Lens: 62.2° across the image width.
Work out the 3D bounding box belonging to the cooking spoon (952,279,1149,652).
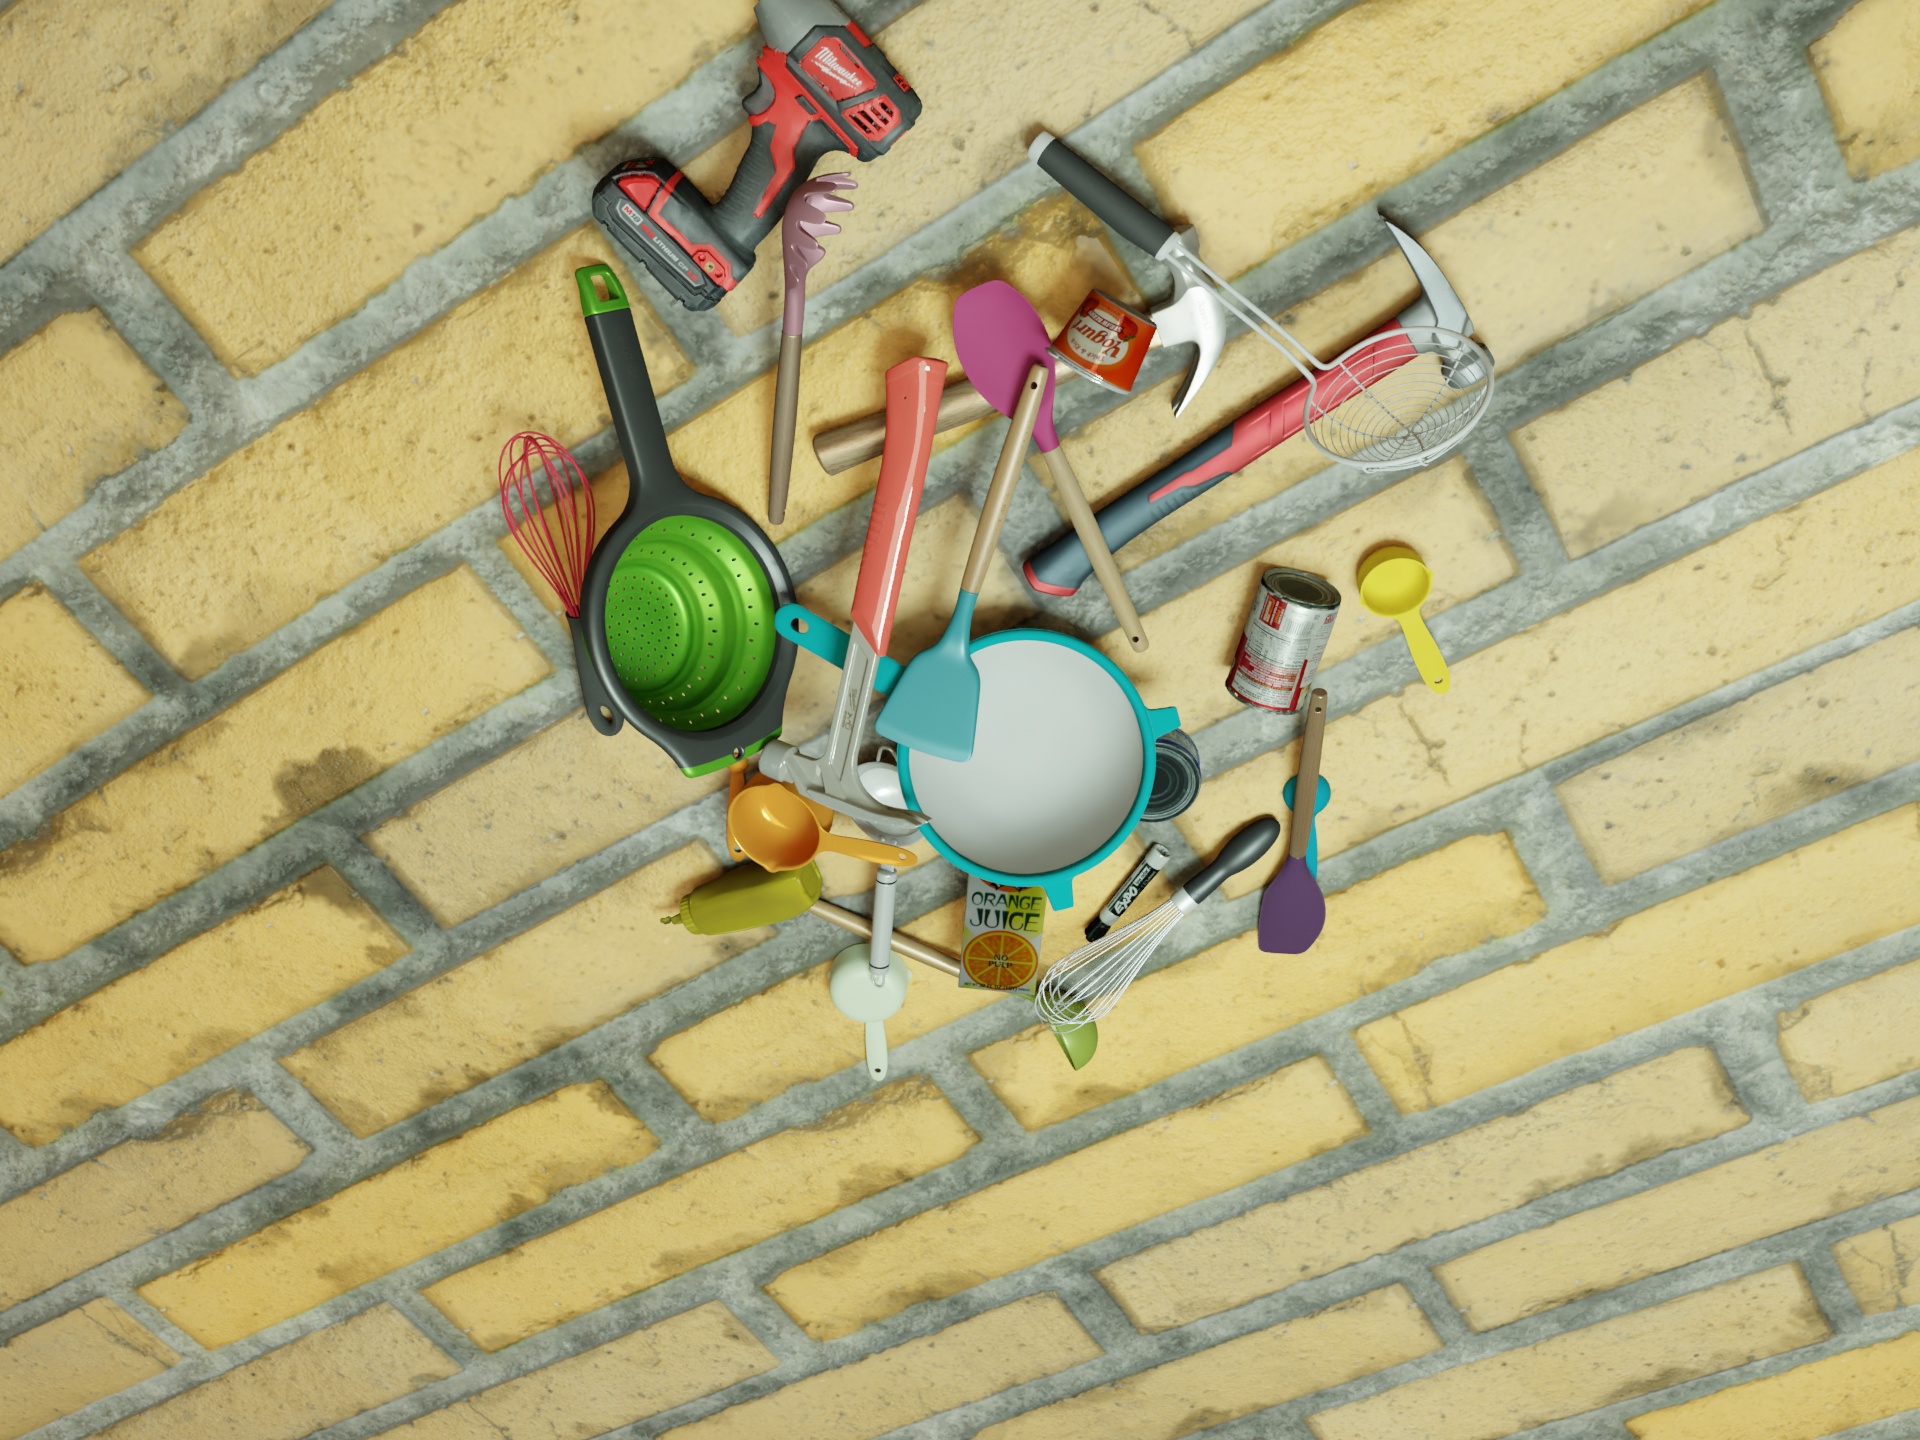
[{"bbox_3d":[0.079,-0.187,1.223,0.069,0.017,0.318,-20,114,16],"label":"cooking spoon"}]

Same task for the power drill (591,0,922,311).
[{"bbox_3d":[-0.150,-0.408,1.119,0.219,0.079,0.143,-38,112,19],"label":"power drill"}]

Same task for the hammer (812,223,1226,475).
[{"bbox_3d":[0.043,-0.257,1.219,0.331,0.031,0.130,-19,117,14],"label":"hammer"}]

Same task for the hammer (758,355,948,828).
[{"bbox_3d":[-0.056,-0.099,1.227,0.149,0.036,0.359,19,106,20],"label":"hammer"}]

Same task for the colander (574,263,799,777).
[{"bbox_3d":[-0.255,-0.153,1.261,0.094,0.204,0.397,-1,108,44],"label":"colander"}]

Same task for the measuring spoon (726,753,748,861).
[{"bbox_3d":[-0.202,0.082,1.441,0.021,0.011,0.116,5,120,1],"label":"measuring spoon"}]

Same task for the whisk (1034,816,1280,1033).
[{"bbox_3d":[0.178,0.184,1.435,0.284,0.070,0.070,-42,110,11],"label":"whisk"}]

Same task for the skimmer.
[{"bbox_3d":[0.197,-0.303,1.095,0.363,0.090,0.127,39,79,3],"label":"skimmer"}]

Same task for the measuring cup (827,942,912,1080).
[{"bbox_3d":[-0.086,0.294,1.541,0.083,0.038,0.167,-1,118,4],"label":"measuring cup"}]

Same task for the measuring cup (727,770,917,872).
[{"bbox_3d":[-0.116,0.092,1.404,0.173,0.052,0.095,13,121,8],"label":"measuring cup"}]

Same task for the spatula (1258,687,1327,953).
[{"bbox_3d":[0.300,0.098,1.394,0.060,0.018,0.315,2,130,6],"label":"spatula"}]

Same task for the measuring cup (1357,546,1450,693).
[{"bbox_3d":[0.371,-0.081,1.309,0.062,0.029,0.156,-24,128,16],"label":"measuring cup"}]

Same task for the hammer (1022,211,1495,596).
[{"bbox_3d":[0.202,-0.222,1.225,0.386,0.038,0.143,-32,112,20],"label":"hammer"}]

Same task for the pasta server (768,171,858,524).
[{"bbox_3d":[-0.120,-0.264,1.178,0.040,0.060,0.316,22,138,8],"label":"pasta server"}]

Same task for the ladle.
[{"bbox_3d":[-0.014,0.242,1.500,0.320,0.078,0.062,24,87,-5],"label":"ladle"}]

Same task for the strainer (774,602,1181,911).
[{"bbox_3d":[-0.002,-0.004,1.331,0.340,0.095,0.211,30,93,-2],"label":"strainer"}]

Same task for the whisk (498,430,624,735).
[{"bbox_3d":[-0.321,-0.107,1.317,0.073,0.073,0.295,-3,127,5],"label":"whisk"}]

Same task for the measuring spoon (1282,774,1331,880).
[{"bbox_3d":[0.309,0.106,1.416,0.042,0.021,0.128,-3,119,6],"label":"measuring spoon"}]

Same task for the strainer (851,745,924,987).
[{"bbox_3d":[-0.066,0.131,1.430,0.087,0.050,0.258,15,116,19],"label":"strainer"}]

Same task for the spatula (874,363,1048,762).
[{"bbox_3d":[0.014,-0.120,1.227,0.082,0.044,0.317,19,115,4],"label":"spatula"}]
